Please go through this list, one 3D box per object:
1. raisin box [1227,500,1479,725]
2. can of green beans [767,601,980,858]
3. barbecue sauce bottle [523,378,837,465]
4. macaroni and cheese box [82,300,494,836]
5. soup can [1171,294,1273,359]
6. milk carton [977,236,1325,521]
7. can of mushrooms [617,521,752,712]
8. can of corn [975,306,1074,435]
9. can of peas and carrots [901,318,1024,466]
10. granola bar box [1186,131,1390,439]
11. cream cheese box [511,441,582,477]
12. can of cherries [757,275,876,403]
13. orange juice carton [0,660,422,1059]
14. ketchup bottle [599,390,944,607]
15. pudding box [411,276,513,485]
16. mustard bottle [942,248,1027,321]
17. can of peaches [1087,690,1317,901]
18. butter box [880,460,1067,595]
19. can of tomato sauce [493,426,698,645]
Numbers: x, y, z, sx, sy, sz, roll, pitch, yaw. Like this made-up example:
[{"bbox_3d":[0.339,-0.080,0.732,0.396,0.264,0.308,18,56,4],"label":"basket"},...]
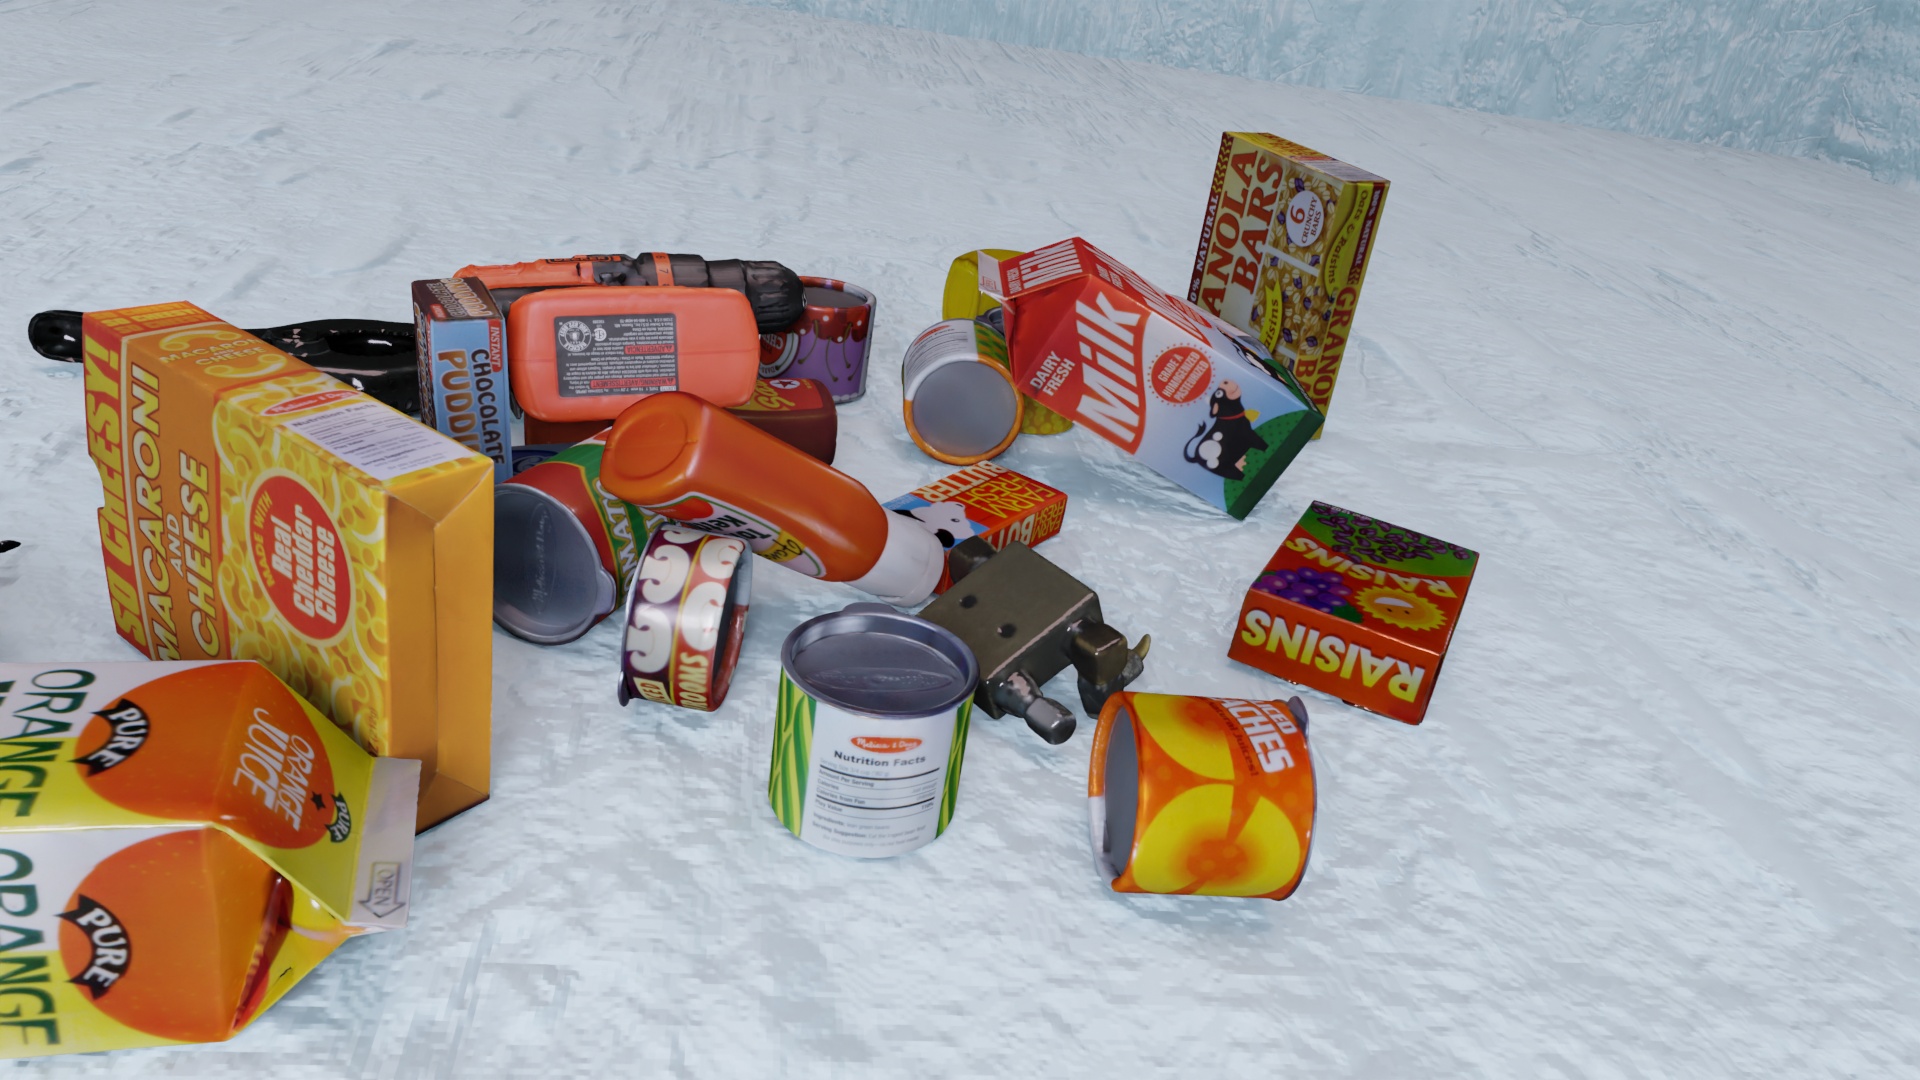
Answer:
[{"bbox_3d":[0.182,0.029,0.633,0.086,0.040,0.124,20,27,19],"label":"raisin box"},{"bbox_3d":[-0.030,0.064,0.470,0.071,0.057,0.071,8,26,-4],"label":"can of green beans"},{"bbox_3d":[-0.140,-0.059,0.695,0.149,0.043,0.065,-1,23,-20],"label":"barbecue sauce bottle"},{"bbox_3d":[-0.221,0.005,0.450,0.166,0.123,0.040,24,28,28],"label":"macaroni and cheese box"},{"bbox_3d":[0.143,-0.109,0.869,0.071,0.071,0.084,-4,28,-26],"label":"soup can"},{"bbox_3d":[0.090,-0.095,0.736,0.190,0.073,0.072,29,23,-15],"label":"milk carton"},{"bbox_3d":[-0.100,0.030,0.508,0.033,0.070,0.071,11,26,0],"label":"can of mushrooms"},{"bbox_3d":[0.039,-0.101,0.824,0.071,0.058,0.071,8,26,-4],"label":"can of corn"},{"bbox_3d":[0.002,-0.080,0.764,0.071,0.070,0.059,7,27,-6],"label":"can of peas and carrots"},{"bbox_3d":[0.196,-0.162,0.878,0.039,0.164,0.124,-5,30,-25],"label":"granola bar box"},{"bbox_3d":[-0.200,-0.021,0.621,0.104,0.024,0.053,-6,30,-29],"label":"cream cheese box"},{"bbox_3d":[-0.087,-0.119,0.816,0.071,0.058,0.072,8,26,-4],"label":"can of cherries"},{"bbox_3d":[-0.241,0.079,0.352,0.193,0.072,0.072,1,27,-18],"label":"orange juice carton"},{"bbox_3d":[-0.067,-0.012,0.556,0.064,0.043,0.148,0,-18,42],"label":"ketchup bottle"},{"bbox_3d":[-0.207,-0.062,0.577,0.030,0.083,0.050,-9,33,-28],"label":"pudding box"},{"bbox_3d":[0.064,-0.165,0.956,0.161,0.065,0.049,-5,25,-35],"label":"mustard bottle"},{"bbox_3d":[0.078,0.082,0.458,0.058,0.071,0.071,4,27,-8],"label":"can of peaches"},{"bbox_3d":[0.002,-0.008,0.663,0.053,0.024,0.104,24,30,29],"label":"butter box"},{"bbox_3d":[-0.147,-0.005,0.559,0.071,0.071,0.083,17,26,15],"label":"can of tomato sauce"}]
